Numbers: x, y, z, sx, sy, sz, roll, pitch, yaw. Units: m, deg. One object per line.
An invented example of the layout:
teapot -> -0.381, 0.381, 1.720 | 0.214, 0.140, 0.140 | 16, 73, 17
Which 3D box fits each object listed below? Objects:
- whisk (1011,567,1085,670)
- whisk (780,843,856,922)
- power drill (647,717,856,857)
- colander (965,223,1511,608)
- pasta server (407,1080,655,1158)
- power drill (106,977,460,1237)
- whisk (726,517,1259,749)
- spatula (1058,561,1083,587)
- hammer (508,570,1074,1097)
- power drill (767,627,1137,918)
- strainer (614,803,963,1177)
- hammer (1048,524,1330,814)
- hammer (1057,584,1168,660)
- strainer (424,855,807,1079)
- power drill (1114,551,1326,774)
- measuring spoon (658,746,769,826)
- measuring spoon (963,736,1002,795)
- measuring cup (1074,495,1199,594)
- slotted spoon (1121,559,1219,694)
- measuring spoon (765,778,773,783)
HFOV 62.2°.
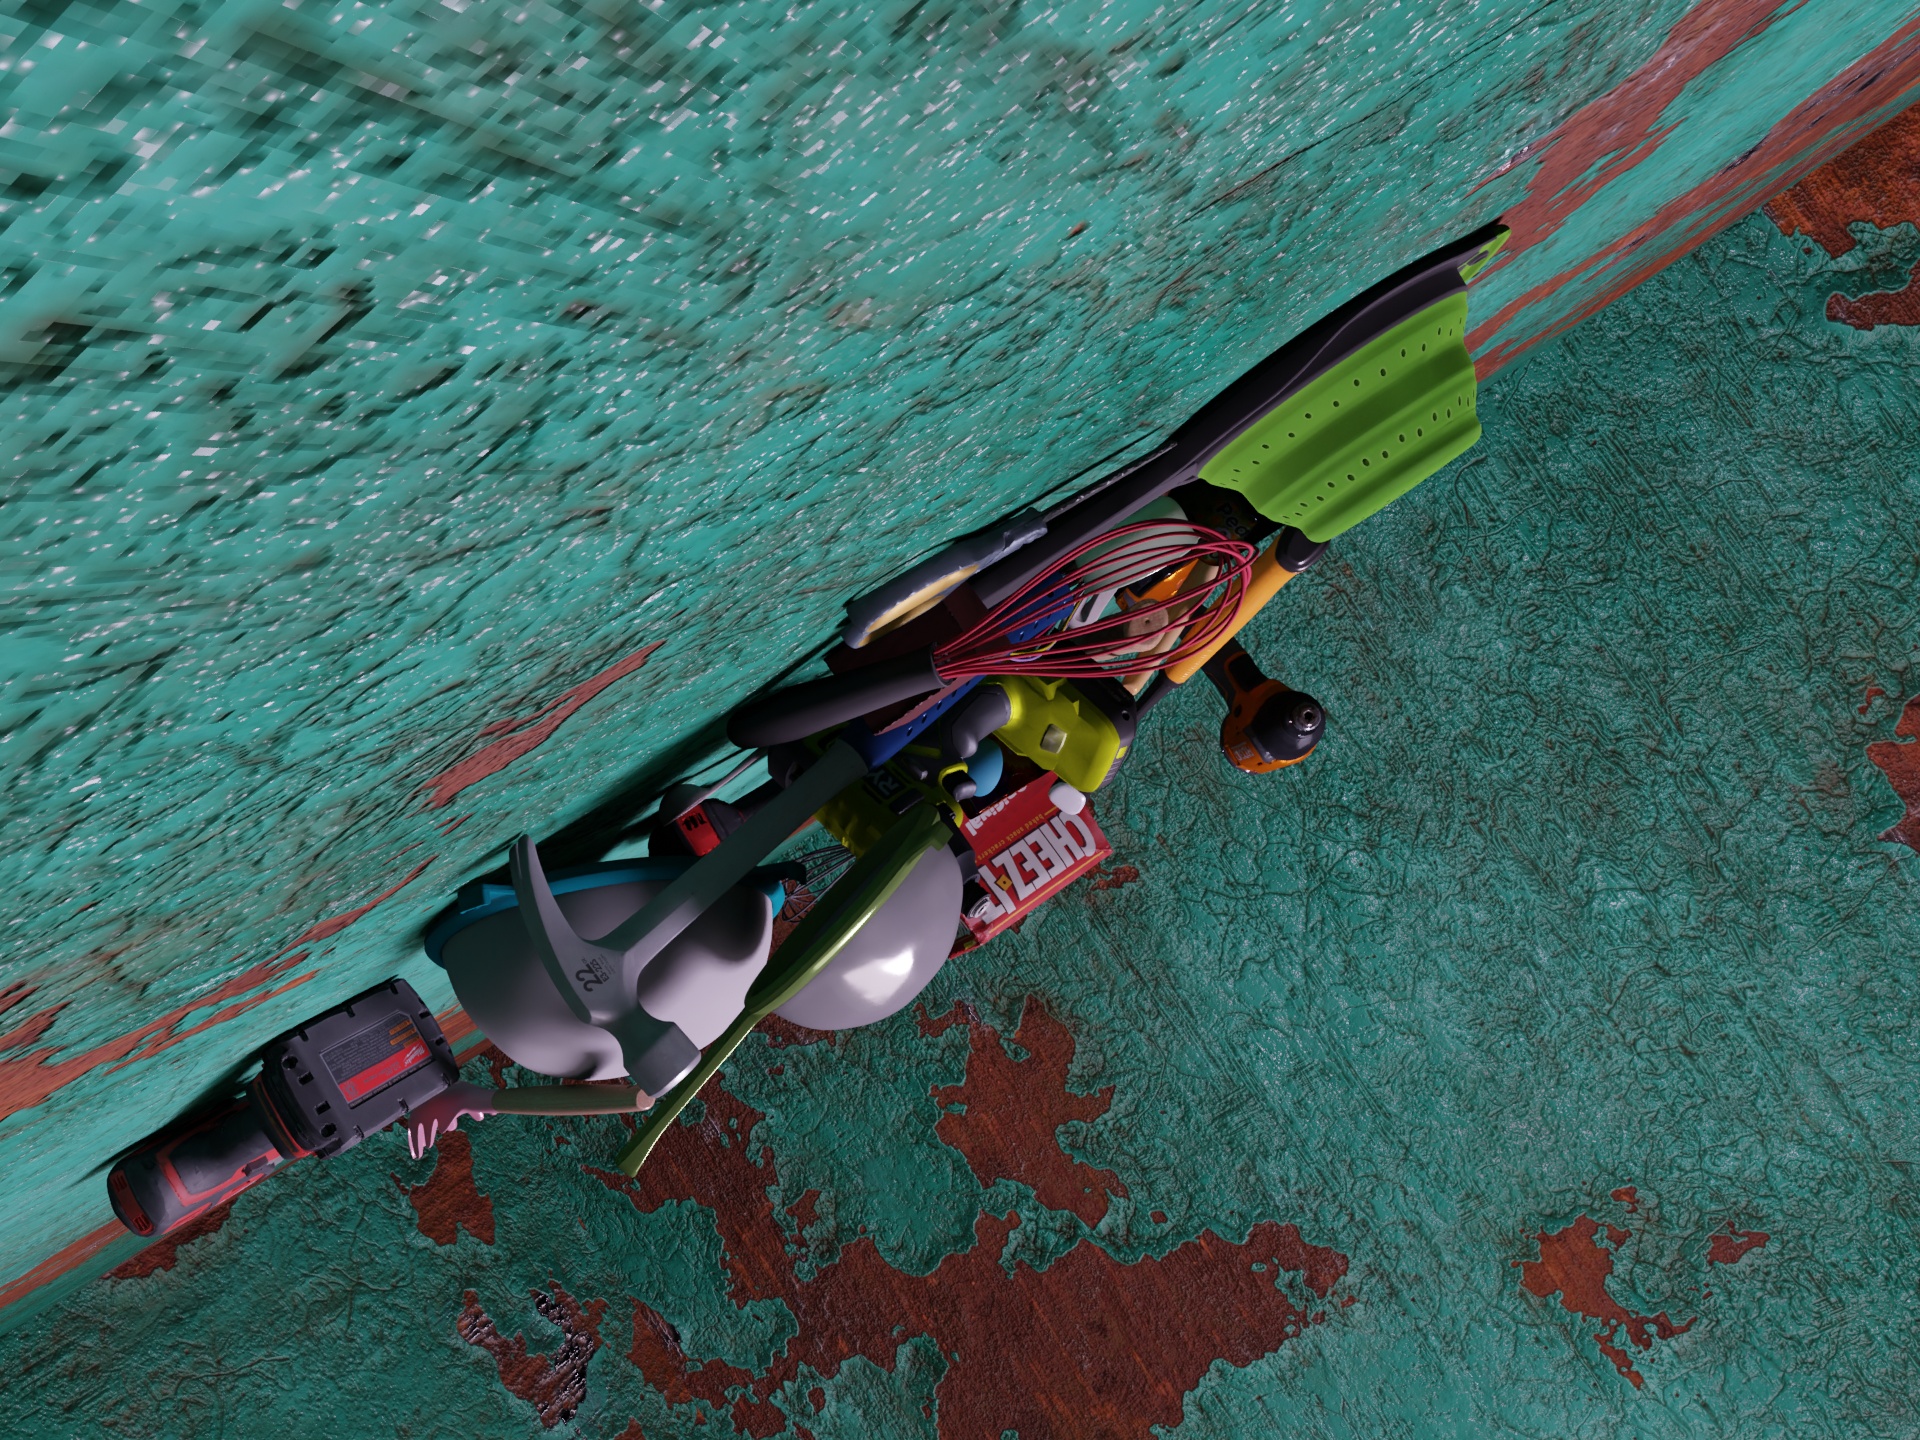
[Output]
whisk -> 0.086, -0.094, 1.108 | 0.047, 0.051, 0.245 | -2, -156, 37
whisk -> -0.074, 0.099, 1.232 | 0.239, 0.055, 0.055 | -36, 176, 40
power drill -> -0.127, 0.058, 1.162 | 0.219, 0.078, 0.143 | -29, 176, -21
colander -> 0.152, -0.121, 0.895 | 0.397, 0.094, 0.204 | -33, 178, 3
pasta server -> -0.272, 0.245, 0.995 | 0.060, 0.040, 0.316 | -26, -174, -42
power drill -> -0.439, 0.256, 1.072 | 0.226, 0.080, 0.188 | -31, 179, 29
whisk -> 0.008, -0.034, 0.782 | 0.296, 0.073, 0.073 | -18, -176, 24
spatula -> 0.094, -0.114, 1.193 | 0.316, 0.018, 0.059 | -30, 172, -28
hammer -> -0.072, 0.022, 0.897 | 0.405, 0.144, 0.035 | -42, -175, -34
power drill -> 0.008, 0.028, 1.050 | 0.223, 0.171, 0.080 | -32, 155, -39
strainer -> -0.079, 0.160, 0.868 | 0.256, 0.069, 0.151 | -49, -175, -8
hammer -> 0.171, -0.049, 1.184 | 0.127, 0.034, 0.336 | -54, -179, -39
hammer -> 0.103, -0.061, 1.193 | 0.331, 0.031, 0.130 | 168, -54, -83
strainer -> -0.226, 0.185, 0.989 | 0.211, 0.095, 0.340 | -2, 155, -25
power drill -> 0.214, -0.062, 1.295 | 0.084, 0.226, 0.164 | -33, 177, -8
measuring spoon -> -0.151, 0.030, 1.019 | 0.034, 0.018, 0.124 | -35, -177, 44
measuring spoon -> -0.002, -0.004, 1.151 | 0.021, 0.129, 0.042 | 12, 139, -39
measuring cup -> 0.102, -0.123, 1.043 | 0.083, 0.038, 0.168 | -27, -165, 0
slotted spoon -> 0.192, -0.124, 1.189 | 0.314, 0.031, 0.070 | -53, -170, -36
measuring spoon -> -0.157, 0.054, 1.382 | 0.117, 0.011, 0.021 | -34, 177, 25
